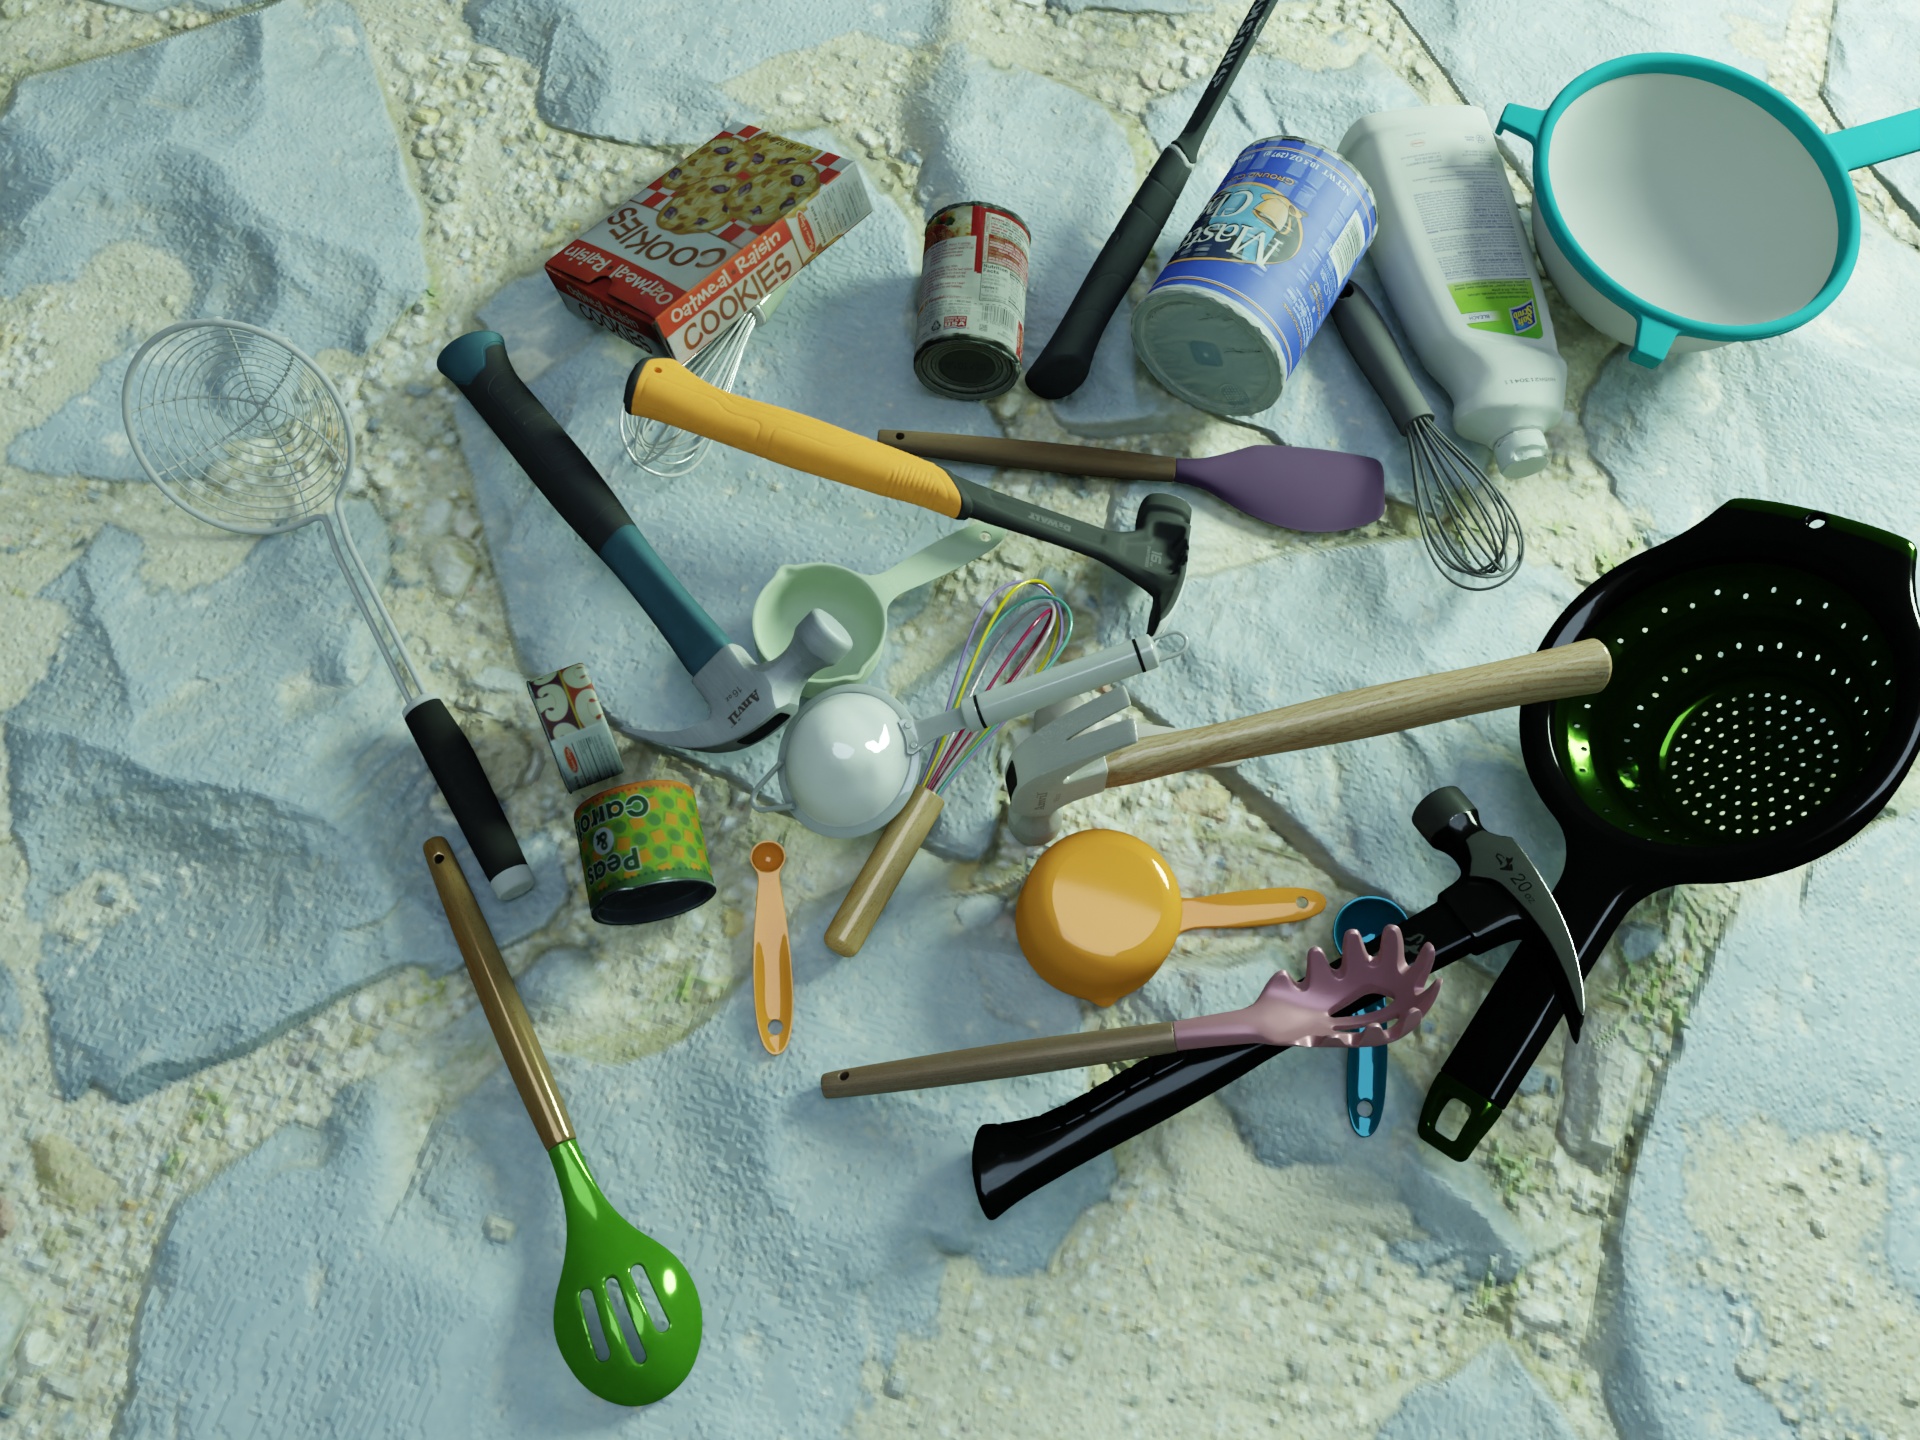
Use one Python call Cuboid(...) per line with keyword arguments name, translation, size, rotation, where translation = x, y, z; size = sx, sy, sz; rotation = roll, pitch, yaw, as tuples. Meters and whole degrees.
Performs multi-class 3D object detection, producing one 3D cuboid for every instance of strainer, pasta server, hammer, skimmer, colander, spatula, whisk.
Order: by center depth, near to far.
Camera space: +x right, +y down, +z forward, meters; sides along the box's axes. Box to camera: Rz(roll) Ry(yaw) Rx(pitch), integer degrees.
Cuboid(name="pasta server", translation=(0.079, 0.157, 0.797), size=(0.316, 0.040, 0.060), rotation=(-10, 40, 10))
Cuboid(name="hammer", translation=(0.156, 0.164, 0.815), size=(0.335, 0.035, 0.146), rotation=(-27, 52, -5))
Cuboid(name="hammer", translation=(0.187, 0.001, 0.849), size=(0.331, 0.130, 0.031), rotation=(-12, 67, -5))
Cuboid(name="strainer", translation=(-0.001, -0.003, 0.854), size=(0.258, 0.050, 0.087), rotation=(-19, 71, 6))
Cuboid(name="colander", translation=(0.377, 0.073, 0.865), size=(0.205, 0.094, 0.397), rotation=(30, 86, 47))
Cuboid(name="skimmer", translation=(-0.343, -0.058, 0.873), size=(0.127, 0.090, 0.363), rotation=(-36, 75, 18))
Cuboid(name="whisk", translation=(-0.004, 0.025, 0.889), size=(0.051, 0.047, 0.245), rotation=(24, 73, 19))
Cuboid(name="hammer", translation=(-0.031, -0.133, 0.908), size=(0.337, 0.034, 0.127), rotation=(19, 43, -3))
Cuboid(name="hammer", translation=(-0.203, -0.113, 0.915), size=(0.128, 0.033, 0.331), rotation=(-45, 69, 11))
Cuboid(name="spatula", translation=(0.106, -0.155, 0.978), size=(0.316, 0.018, 0.060), rotation=(6, 68, -2))
Cuboid(name="whisk", translation=(0.280, -0.183, 0.988), size=(0.055, 0.055, 0.239), rotation=(-15, 65, -9))
Cuboid(name="whisk", translation=(-0.135, -0.248, 0.991), size=(0.059, 0.058, 0.246), rotation=(41, 64, -24))
Cuboid(name="hammer", translation=(0.147, -0.381, 1.034), size=(0.036, 0.149, 0.409), rotation=(36, 76, -28))
Cuboid(name="strainer", translation=(0.509, -0.334, 1.037), size=(0.340, 0.095, 0.211), rotation=(-19, 74, -14))

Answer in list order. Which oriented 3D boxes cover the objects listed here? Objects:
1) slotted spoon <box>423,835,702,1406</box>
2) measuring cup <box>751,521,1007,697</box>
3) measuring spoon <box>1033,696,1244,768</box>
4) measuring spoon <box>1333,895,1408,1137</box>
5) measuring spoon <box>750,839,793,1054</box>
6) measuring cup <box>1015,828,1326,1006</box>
Cuboid(name="slotted spoon", translation=(-0.216, 0.195, 0.813), size=(0.070, 0.031, 0.314), rotation=(-25, 70, -12))
Cuboid(name="measuring cup", translation=(-0.044, -0.070, 0.926), size=(0.167, 0.038, 0.083), rotation=(-30, 73, -19))
Cuboid(name="measuring spoon", translation=(0.104, 0.007, 0.912), size=(0.124, 0.018, 0.034), rotation=(11, 68, 0))
Cuboid(name="measuring spoon", translation=(0.220, 0.160, 0.862), size=(0.042, 0.021, 0.129), rotation=(4, 77, 8))
Cuboid(name="measuring spoon", translation=(-0.102, 0.122, 0.859), size=(0.021, 0.011, 0.117), rotation=(-3, 72, -6))
Cuboid(name="measuring cup", translation=(0.117, 0.099, 0.857), size=(0.173, 0.052, 0.095), rotation=(-4, 68, -3))
